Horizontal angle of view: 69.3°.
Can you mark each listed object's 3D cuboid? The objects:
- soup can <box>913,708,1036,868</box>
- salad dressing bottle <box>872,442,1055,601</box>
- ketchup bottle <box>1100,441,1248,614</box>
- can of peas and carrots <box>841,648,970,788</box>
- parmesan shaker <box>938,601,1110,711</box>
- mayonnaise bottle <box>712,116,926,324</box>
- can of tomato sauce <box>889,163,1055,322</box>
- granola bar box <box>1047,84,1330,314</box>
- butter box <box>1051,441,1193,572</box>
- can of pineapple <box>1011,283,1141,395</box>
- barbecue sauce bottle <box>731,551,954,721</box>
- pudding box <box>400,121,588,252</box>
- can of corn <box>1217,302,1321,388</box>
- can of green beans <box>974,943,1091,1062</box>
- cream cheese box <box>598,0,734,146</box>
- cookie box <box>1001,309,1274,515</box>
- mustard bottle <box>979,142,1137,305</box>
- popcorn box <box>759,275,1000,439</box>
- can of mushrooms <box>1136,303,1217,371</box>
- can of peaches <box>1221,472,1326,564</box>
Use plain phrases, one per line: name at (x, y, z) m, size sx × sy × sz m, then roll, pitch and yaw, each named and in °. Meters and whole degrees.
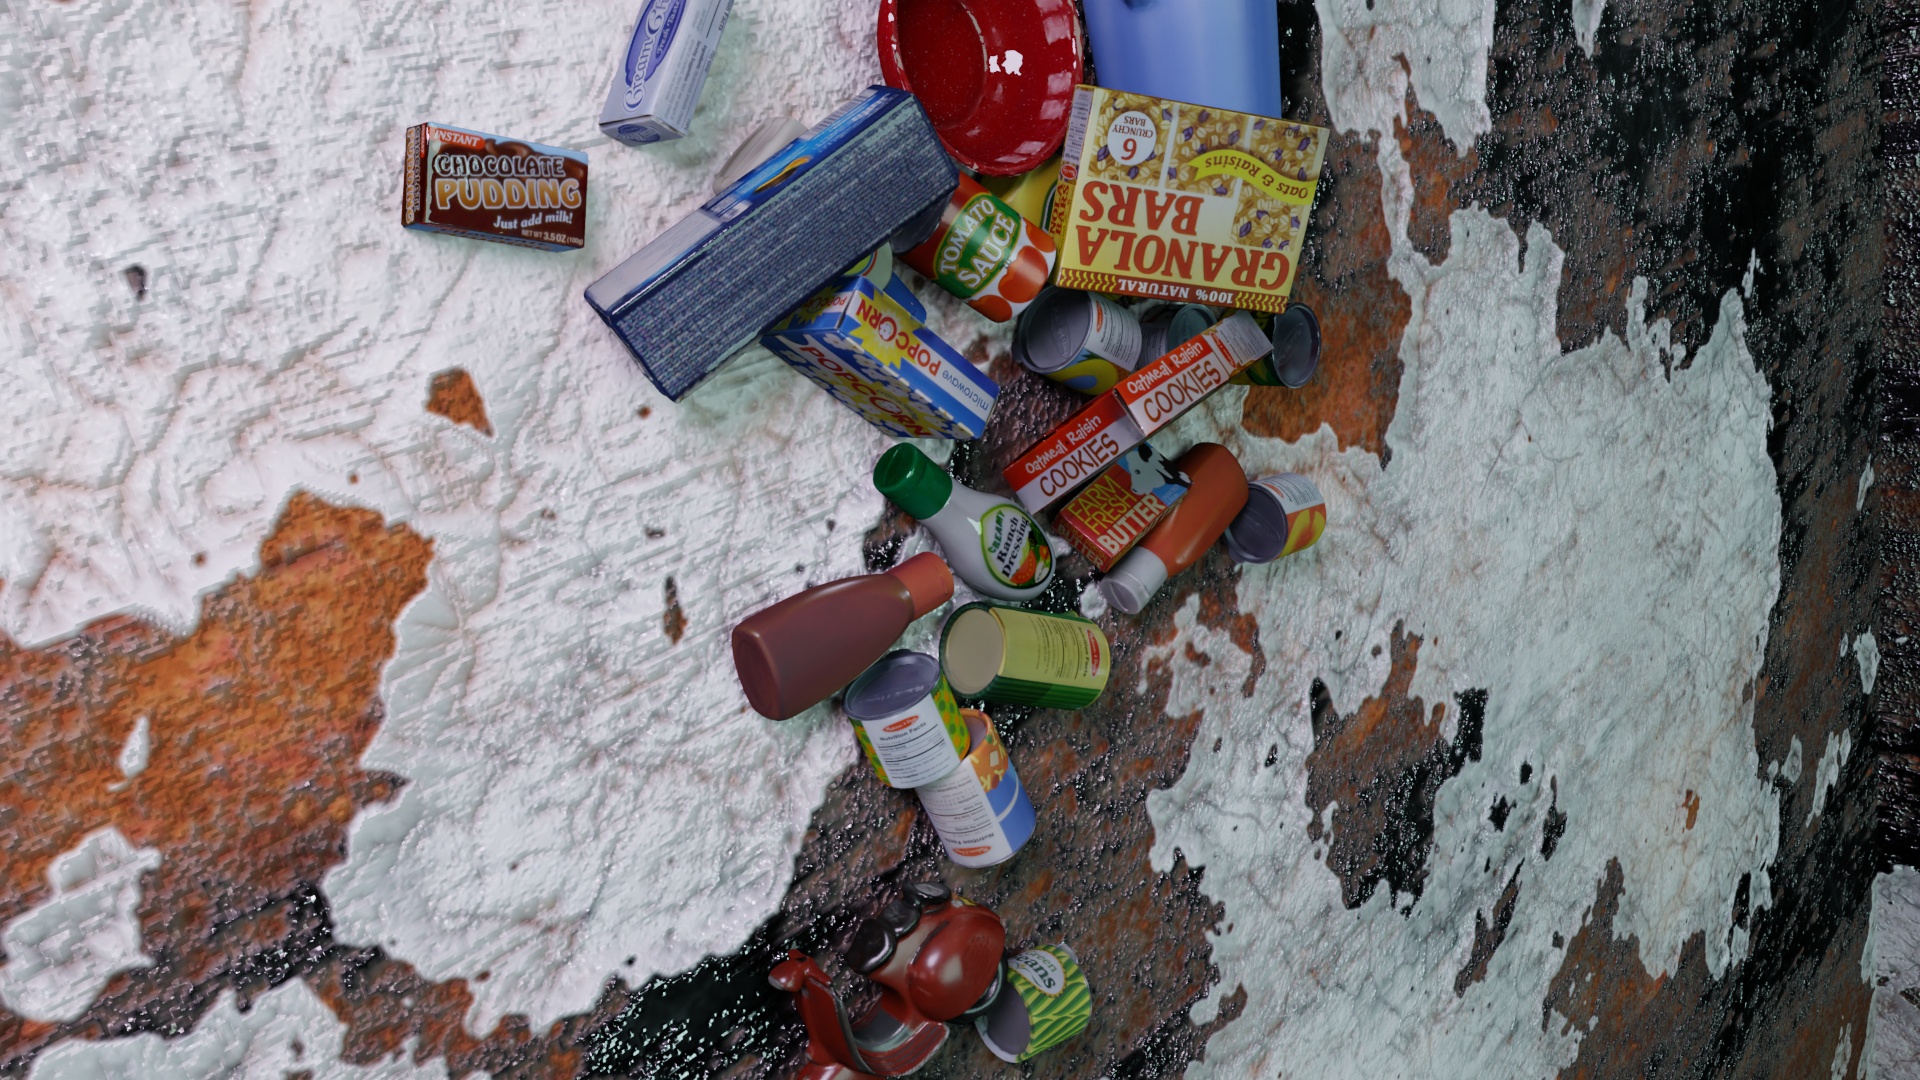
soup can at (0.006, 0.161, 0.919) m, size 0.072 × 0.071 × 0.083 m, roll -41°, pitch 121°, yaw -31°
salad dressing bottle at (0.003, -0.011, 0.906) m, size 0.147 × 0.044 × 0.064 m, roll 37°, pitch 65°, yaw -39°
ketchup bottle at (0.162, -0.007, 1.054) m, size 0.149 × 0.043 × 0.064 m, roll -47°, pitch 124°, yaw -28°
can of peas and carrots at (-0.034, 0.112, 0.876) m, size 0.071 × 0.071 × 0.058 m, roll -40°, pitch 121°, yaw -32°
parmesan shaker at (0.043, 0.076, 0.941) m, size 0.103 × 0.071 × 0.071 m, roll 12°, pitch 88°, yaw -42°
mayonnaise bottle at (-0.076, -0.173, 0.812) m, size 0.065 × 0.041 × 0.147 m, roll -54°, pitch 127°, yaw -14°
can of tomato sauce at (0.008, -0.182, 0.858) m, size 0.083 × 0.071 × 0.071 m, roll 30°, pitch 75°, yaw -28°
granola bar box at (0.143, -0.218, 0.896) m, size 0.166 × 0.039 × 0.123 m, roll 4°, pitch 110°, yaw -19°
butter box at (0.117, -0.026, 1.004) m, size 0.104 × 0.053 × 0.024 m, roll -40°, pitch 165°, yaw -32°
can of pineapple at (0.079, -0.137, 0.946) m, size 0.058 × 0.071 × 0.071 m, roll 18°, pitch 84°, yaw -45°
barbecue sauce bottle at (-0.067, 0.051, 0.850) m, size 0.149 × 0.043 × 0.064 m, roll -28°, pitch 114°, yaw -38°
pudding box at (-0.227, -0.172, 0.680) m, size 0.084 × 0.030 × 0.049 m, roll 1°, pitch 94°, yaw -43°
can of corn at (0.241, -0.156, 1.096) m, size 0.071 × 0.058 × 0.071 m, roll -8°, pitch 101°, yaw -42°
can of green beans at (0.049, 0.326, 0.979) m, size 0.058 × 0.071 × 0.071 m, roll -7°, pitch 101°, yaw -42°
cream cheese box at (-0.150, -0.258, 0.724) m, size 0.024 × 0.053 × 0.104 m, roll 25°, pitch 79°, yaw -44°
cookie box at (0.120, -0.088, 0.938) m, size 0.168 × 0.122 × 0.040 m, roll -33°, pitch 88°, yaw -42°
mustard bottle at (0.078, -0.205, 0.945) m, size 0.160 × 0.049 × 0.065 m, roll 31°, pitch 80°, yaw -41°
popcorn box at (-0.049, -0.105, 0.816) m, size 0.126 × 0.085 × 0.038 m, roll 34°, pitch 72°, yaw -40°
can of mushrooms at (0.165, -0.145, 1.045) m, size 0.071 × 0.033 × 0.071 m, roll -7°, pitch 100°, yaw -42°
can of peaches at (0.251, -0.017, 1.122) m, size 0.058 × 0.071 × 0.071 m, roll -15°, pitch 106°, yaw -41°
